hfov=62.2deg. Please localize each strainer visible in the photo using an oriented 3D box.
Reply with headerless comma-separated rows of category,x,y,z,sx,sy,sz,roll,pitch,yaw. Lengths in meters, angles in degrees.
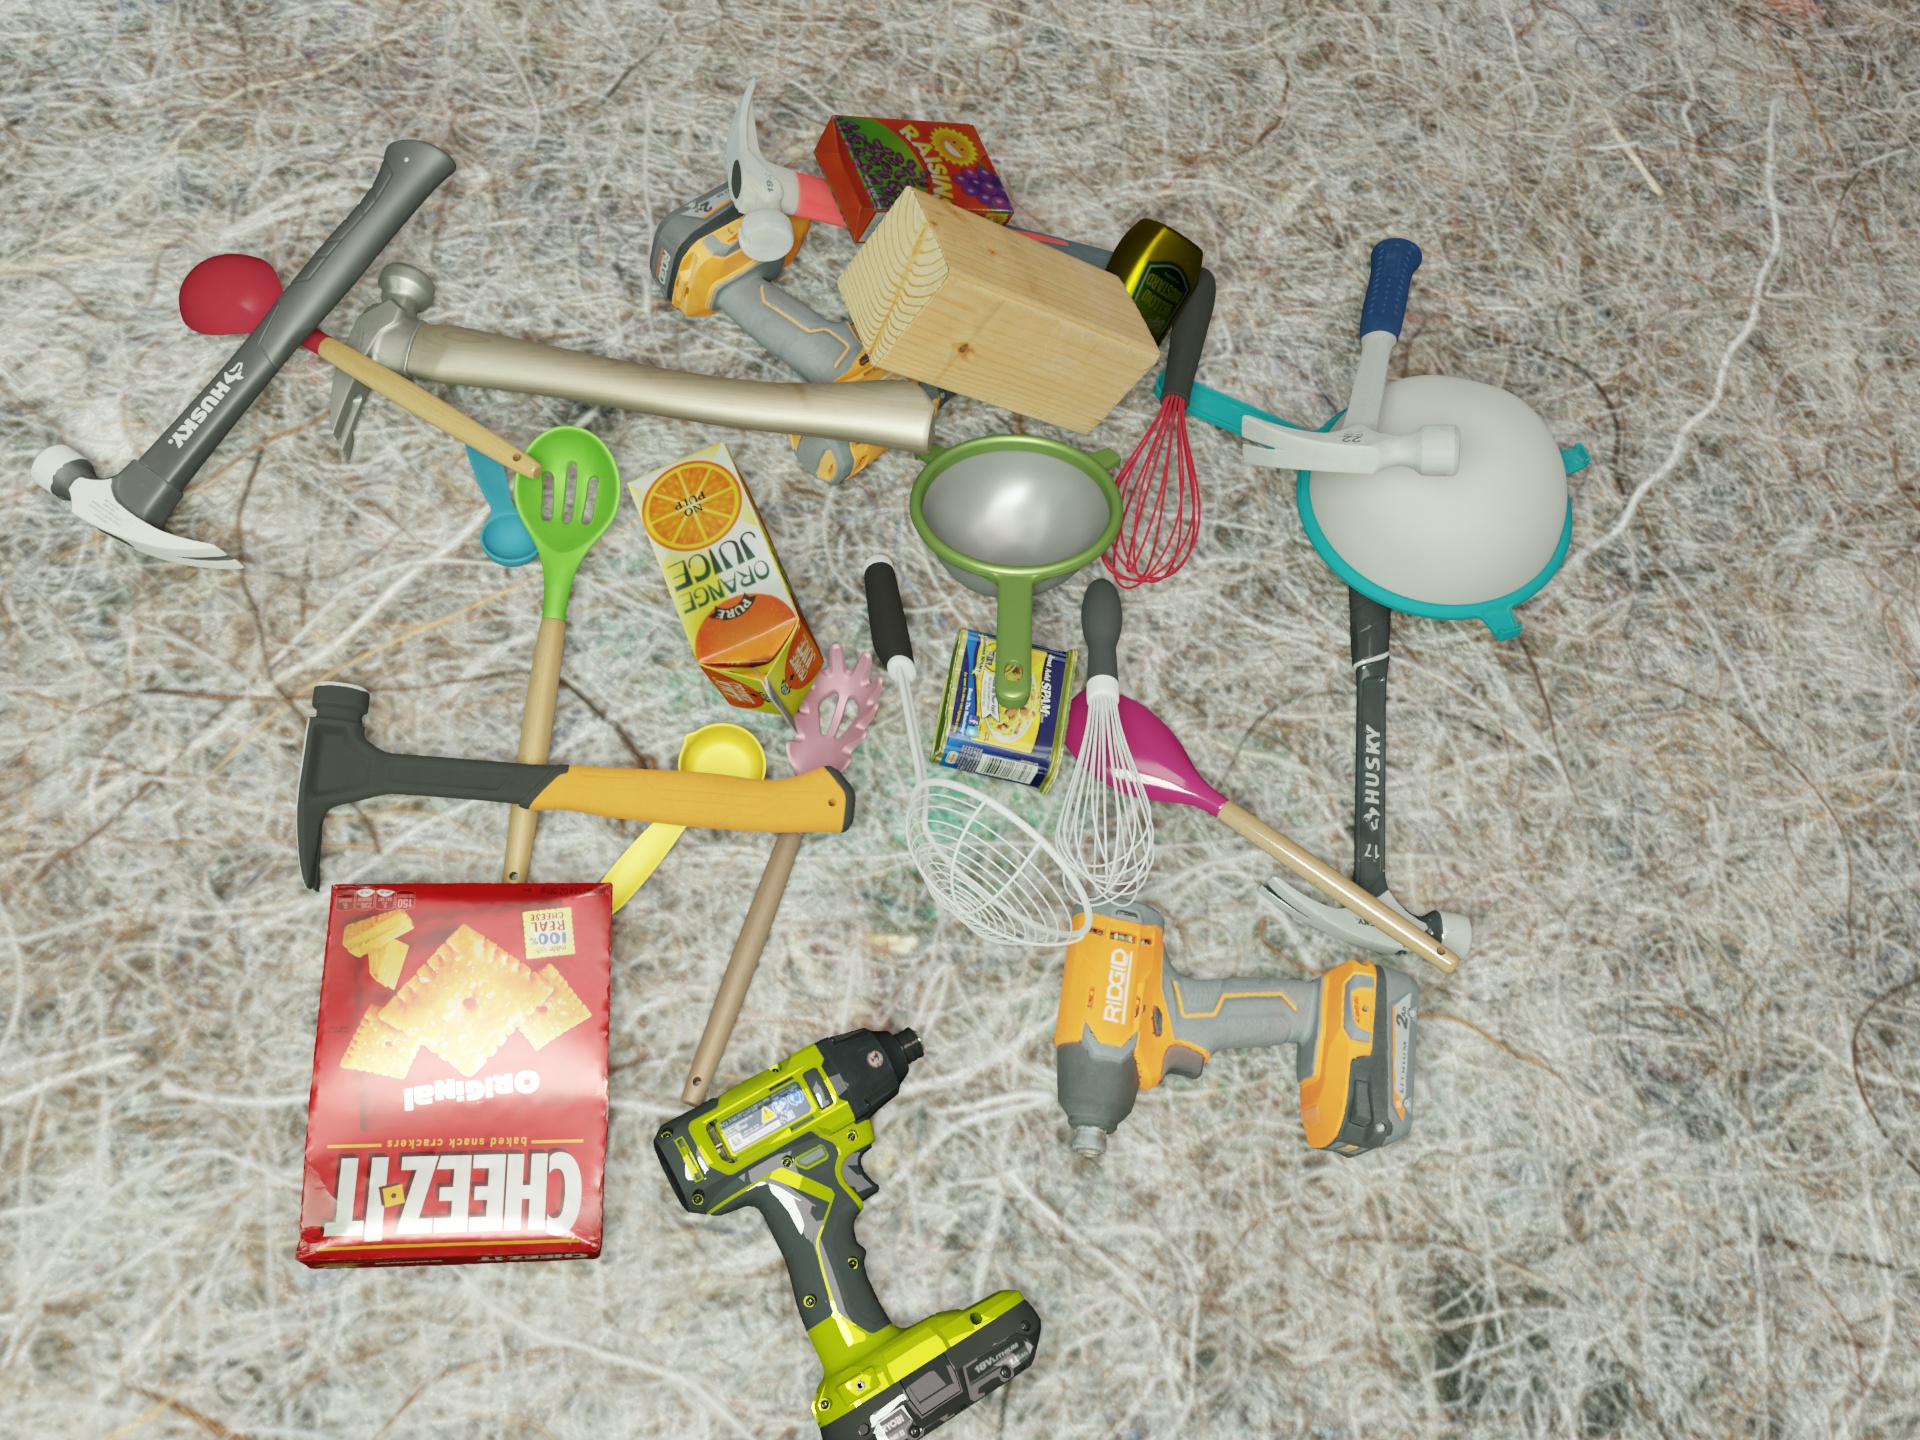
strainer,0.309,-0.214,1.202,0.340,0.095,0.211,25,65,10
strainer,0.037,-0.094,1.107,0.151,0.069,0.257,2,50,0

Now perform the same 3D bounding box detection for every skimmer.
skimmer,-0.002,-0.003,1.004,0.090,0.127,0.364,-21,41,6

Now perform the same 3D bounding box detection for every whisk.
whisk,0.159,-0.225,1.202,0.073,0.073,0.296,17,66,-6
whisk,0.097,0.006,1.087,0.070,0.070,0.285,11,49,-9

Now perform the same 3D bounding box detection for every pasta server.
pasta server,-0.119,0.095,1.030,0.060,0.040,0.316,16,65,7

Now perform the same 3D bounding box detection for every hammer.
hammer,-0.444,-0.248,1.043,0.146,0.035,0.335,32,79,12
hammer,0.310,-0.285,1.205,0.144,0.035,0.406,4,35,17
hammer,0.010,-0.380,1.211,0.386,0.038,0.143,5,63,-28
hammer,-0.223,-0.221,1.093,0.410,0.038,0.146,9,66,5
hammer,0.301,-0.027,1.186,0.149,0.036,0.409,10,65,-8
hammer,-0.234,0.051,0.990,0.336,0.034,0.127,4,77,-9

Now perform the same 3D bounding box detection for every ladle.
ladle,-0.407,-0.238,1.068,0.315,0.031,0.069,30,74,13

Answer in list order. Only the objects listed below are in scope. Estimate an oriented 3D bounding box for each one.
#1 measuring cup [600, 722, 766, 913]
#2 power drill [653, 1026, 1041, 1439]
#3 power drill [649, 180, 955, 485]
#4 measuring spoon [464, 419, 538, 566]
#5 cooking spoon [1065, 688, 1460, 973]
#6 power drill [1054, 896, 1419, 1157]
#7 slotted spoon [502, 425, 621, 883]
measuring cup,-0.187,0.069,1.036,0.062,0.029,0.156,39,76,3
power drill,-0.056,0.300,0.937,0.171,0.080,0.223,-25,72,-22
power drill,-0.097,-0.304,1.185,0.185,0.084,0.226,-39,85,-27
measuring spoon,-0.322,-0.155,1.102,0.042,0.021,0.129,-15,63,-20
cooking spoon,0.202,0.075,1.095,0.319,0.017,0.069,35,65,16
power drill,0.172,0.215,1.027,0.226,0.084,0.164,13,65,-3
slotted spoon,-0.270,-0.040,1.032,0.070,0.031,0.314,6,76,-7
